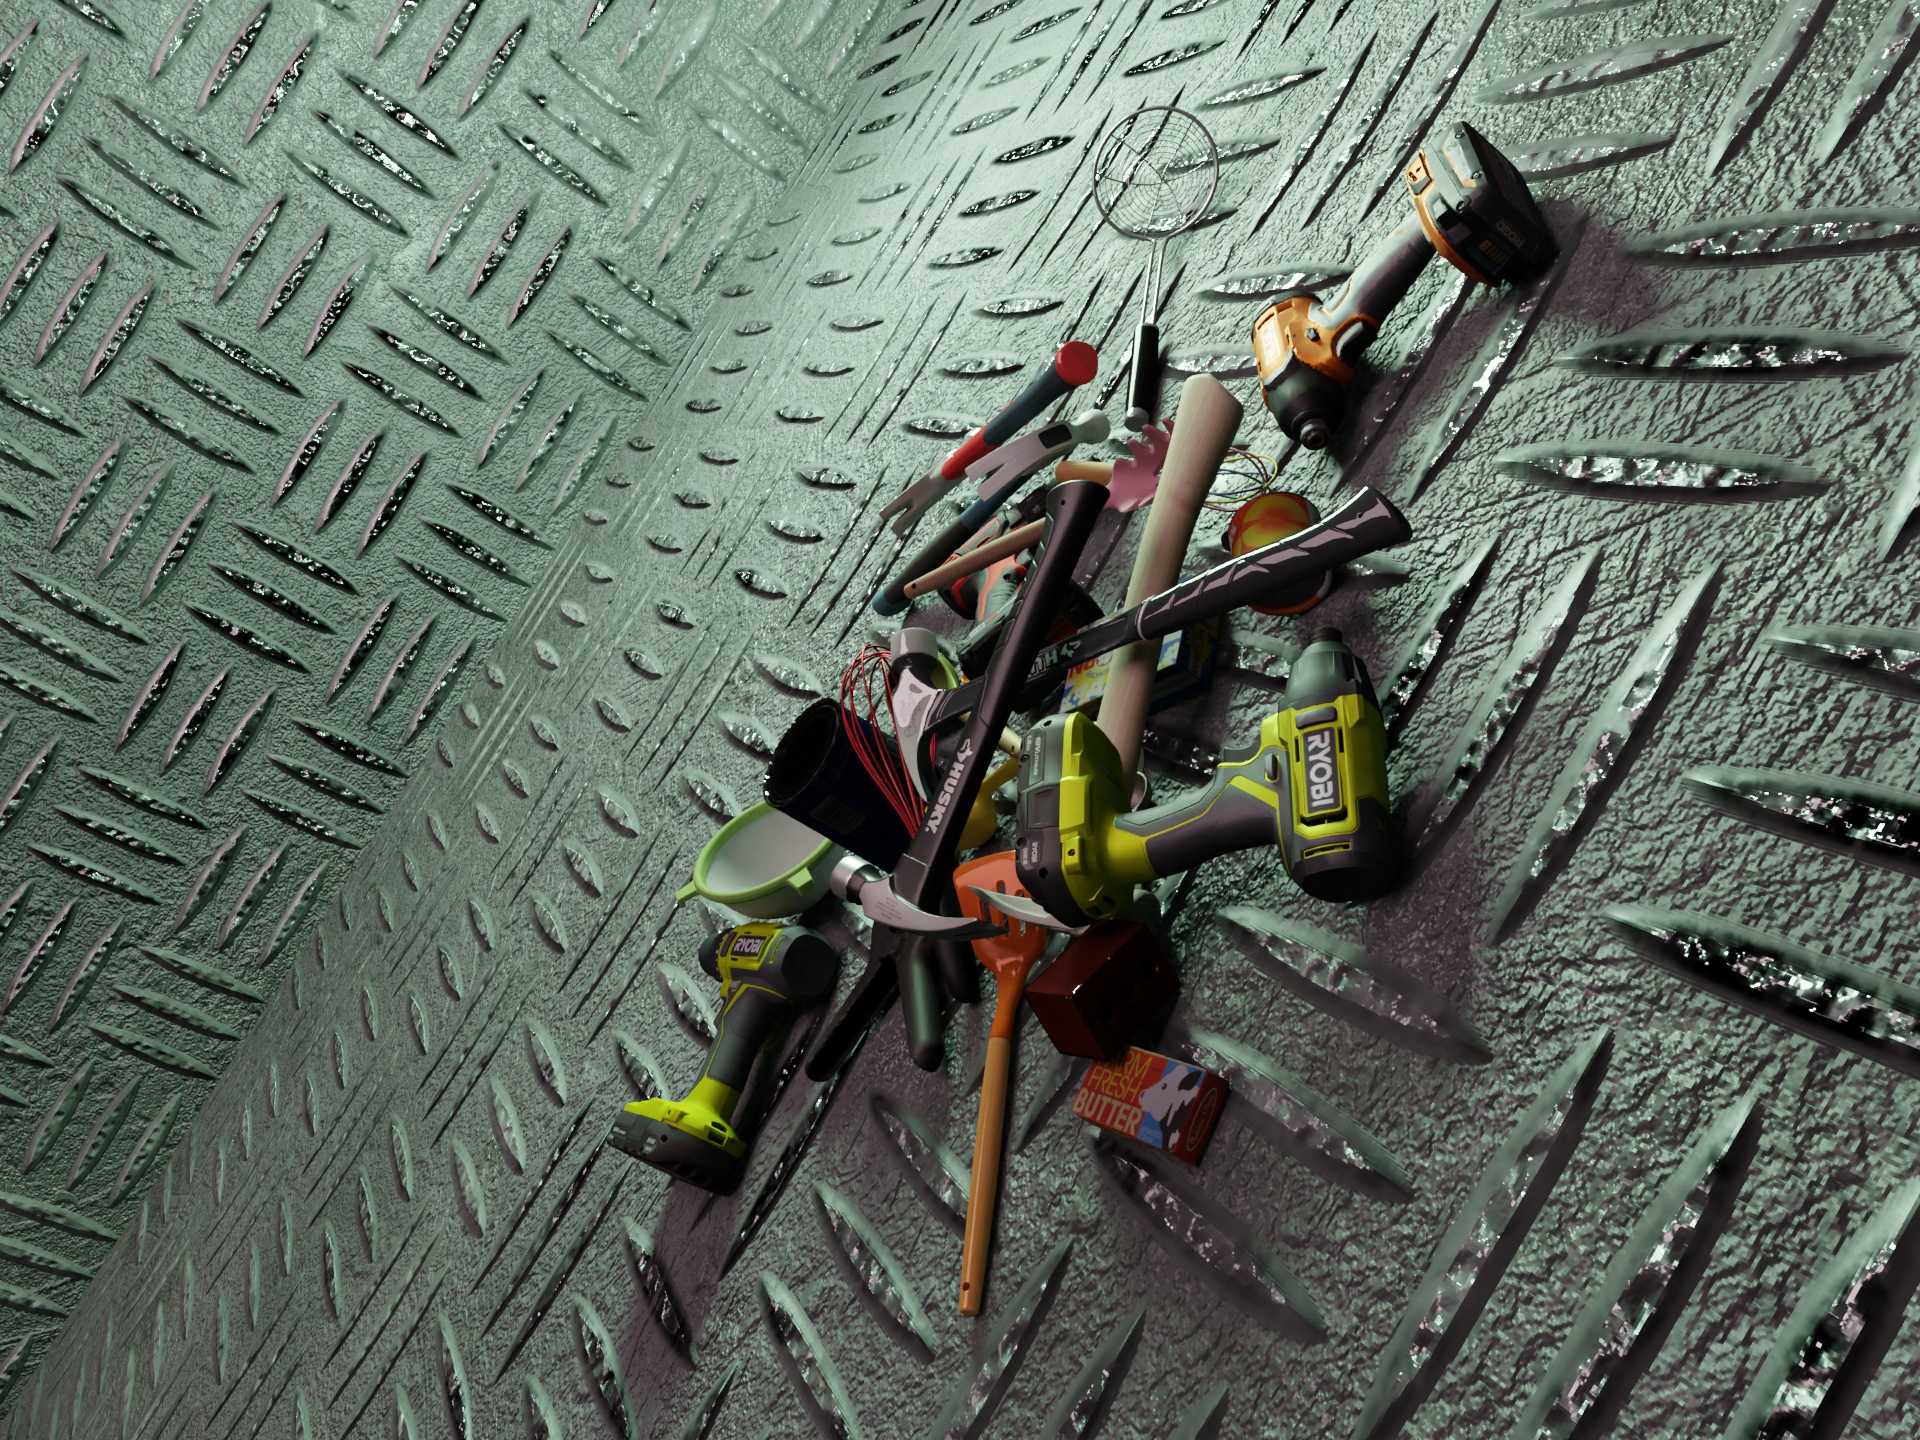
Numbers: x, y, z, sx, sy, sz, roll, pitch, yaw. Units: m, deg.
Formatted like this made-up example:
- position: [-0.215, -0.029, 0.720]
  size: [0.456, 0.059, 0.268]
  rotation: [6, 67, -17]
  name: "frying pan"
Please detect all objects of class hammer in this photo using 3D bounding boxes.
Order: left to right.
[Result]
- position: [0.006, -0.183, 1.493]
  size: [0.128, 0.033, 0.331]
  rotation: [-25, -8, -37]
  name: "hammer"
- position: [0.027, -0.258, 1.452]
  size: [0.143, 0.038, 0.386]
  rotation: [-42, 7, -16]
  name: "hammer"
- position: [0.026, -0.009, 1.086]
  size: [0.146, 0.035, 0.335]
  rotation: [21, 86, 45]
  name: "hammer"
- position: [0.112, -0.058, 1.078]
  size: [0.409, 0.036, 0.149]
  rotation: [-23, 58, 33]
  name: "hammer"
- position: [0.118, -0.051, 1.120]
  size: [0.146, 0.038, 0.411]
  rotation: [5, 75, 42]
  name: "hammer"

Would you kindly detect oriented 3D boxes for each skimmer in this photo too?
- position: [0.172, -0.429, 1.492]
  size: [0.127, 0.090, 0.364]
  rotation: [-3, 54, 20]
  name: "skimmer"

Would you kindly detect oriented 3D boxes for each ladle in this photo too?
- position: [-0.002, -0.004, 1.304]
  size: [0.320, 0.062, 0.078]
  rotation: [-144, 61, -73]
  name: "ladle"

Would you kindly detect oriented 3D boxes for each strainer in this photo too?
- position: [-0.143, 0.103, 1.478]
  size: [0.151, 0.069, 0.256]
  rotation: [-9, 31, 30]
  name: "strainer"

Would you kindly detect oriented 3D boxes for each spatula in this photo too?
- position: [0.019, 0.236, 1.082]
  size: [0.081, 0.041, 0.323]
  rotation: [-14, 48, 27]
  name: "spatula"

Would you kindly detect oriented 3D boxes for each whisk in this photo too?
- position: [-0.034, 0.074, 1.217]
  size: [0.073, 0.073, 0.296]
  rotation: [-33, 64, 38]
  name: "whisk"
- position: [0.161, -0.195, 1.268]
  size: [0.245, 0.051, 0.047]
  rotation: [15, 88, 53]
  name: "whisk"

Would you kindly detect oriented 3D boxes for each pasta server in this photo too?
- position: [0.065, -0.157, 1.279]
  size: [0.316, 0.040, 0.060]
  rotation: [-21, 68, 39]
  name: "pasta server"

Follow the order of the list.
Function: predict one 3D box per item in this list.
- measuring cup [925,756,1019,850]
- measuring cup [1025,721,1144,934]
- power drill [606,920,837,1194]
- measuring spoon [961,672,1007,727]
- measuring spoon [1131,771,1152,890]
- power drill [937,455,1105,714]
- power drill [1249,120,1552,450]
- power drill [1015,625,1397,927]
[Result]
- position: [0.033, 0.055, 1.234]
  size: [0.156, 0.062, 0.029]
  rotation: [-39, 47, 34]
  name: "measuring cup"
- position: [0.076, 0.075, 1.163]
  size: [0.083, 0.038, 0.168]
  rotation: [1, 60, 59]
  name: "measuring cup"
- position: [-0.211, 0.279, 1.379]
  size: [0.190, 0.080, 0.229]
  rotation: [-8, 51, 55]
  name: "power drill"
- position: [0.023, -0.016, 1.385]
  size: [0.021, 0.011, 0.117]
  rotation: [-49, 32, 14]
  name: "measuring spoon"
- position: [0.122, 0.092, 1.104]
  size: [0.034, 0.018, 0.124]
  rotation: [-28, 45, 38]
  name: "measuring spoon"
- position: [0.066, -0.126, 1.360]
  size: [0.188, 0.080, 0.227]
  rotation: [-40, 27, 16]
  name: "power drill"
- position: [0.307, -0.301, 1.150]
  size: [0.226, 0.084, 0.164]
  rotation: [-41, 31, 35]
  name: "power drill"
- position: [0.150, 0.038, 0.979]
  size: [0.223, 0.080, 0.171]
  rotation: [-15, 55, 28]
  name: "power drill"
